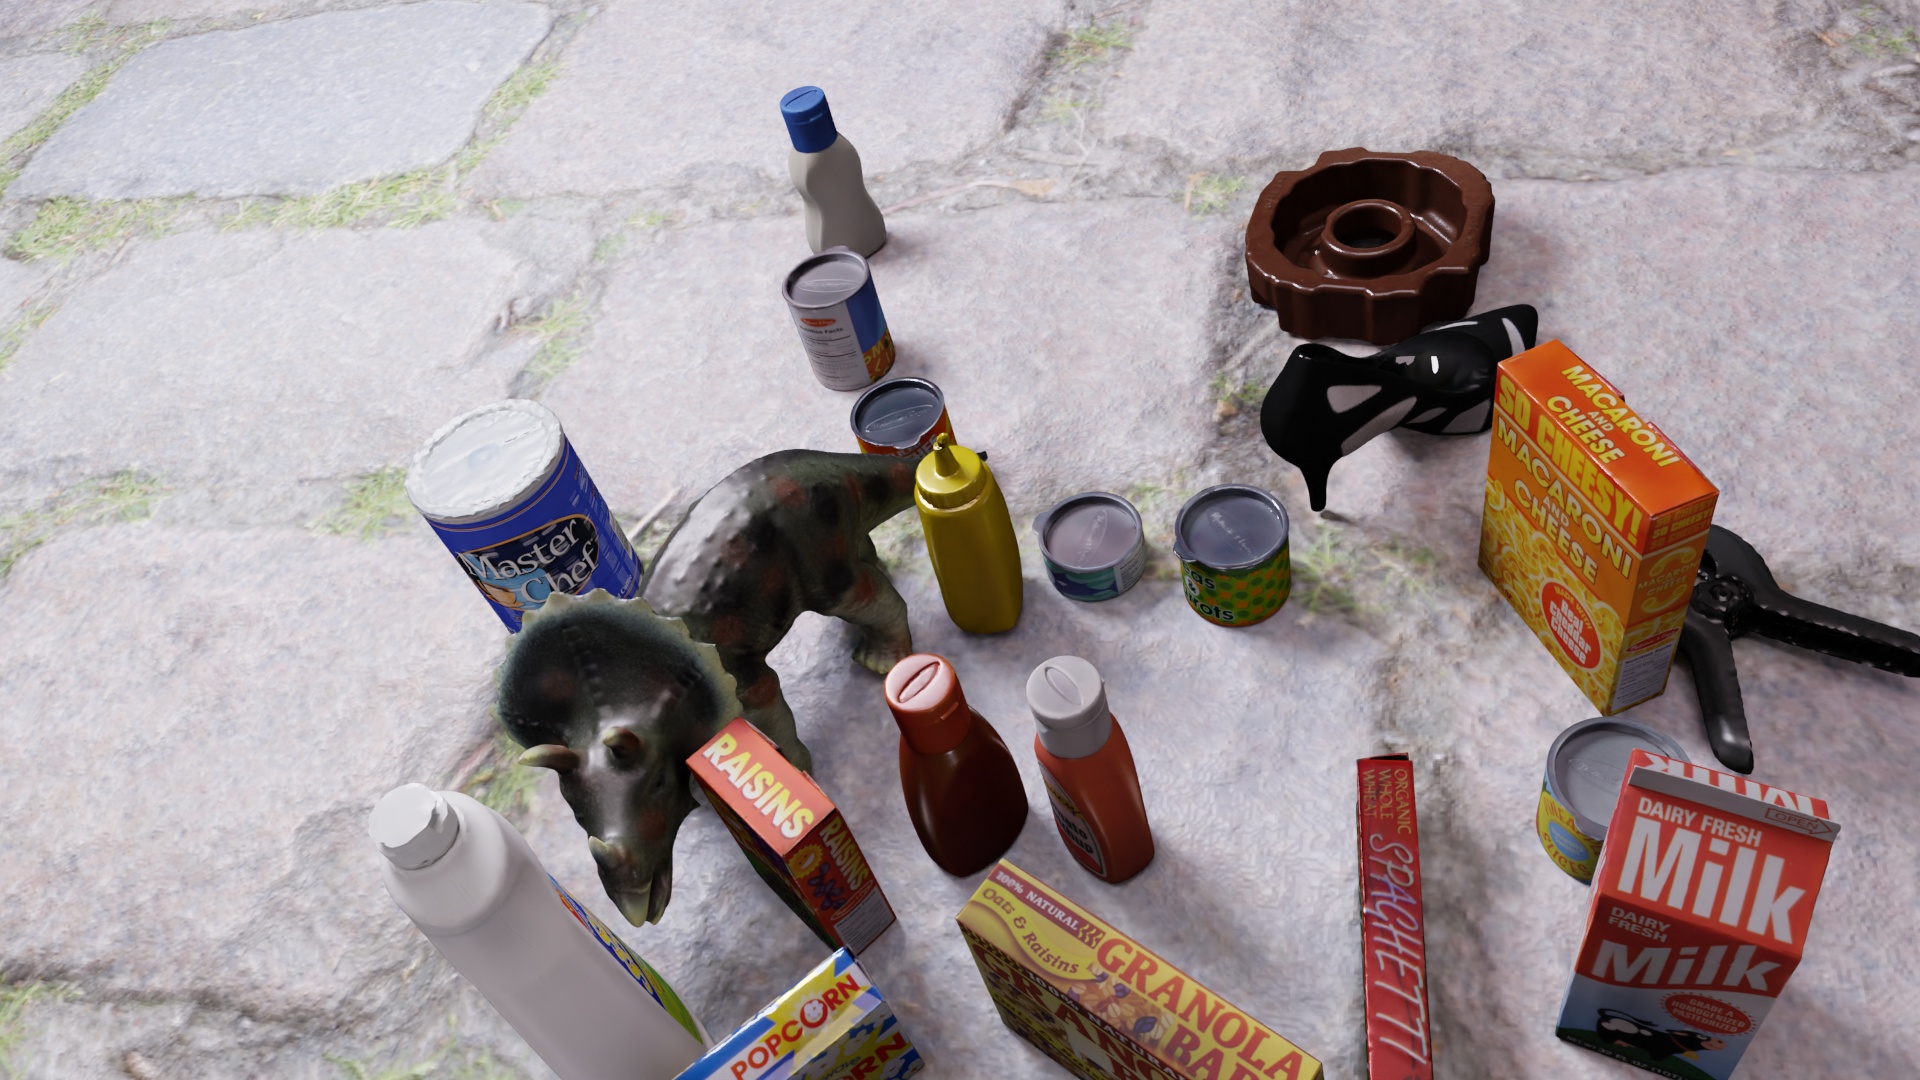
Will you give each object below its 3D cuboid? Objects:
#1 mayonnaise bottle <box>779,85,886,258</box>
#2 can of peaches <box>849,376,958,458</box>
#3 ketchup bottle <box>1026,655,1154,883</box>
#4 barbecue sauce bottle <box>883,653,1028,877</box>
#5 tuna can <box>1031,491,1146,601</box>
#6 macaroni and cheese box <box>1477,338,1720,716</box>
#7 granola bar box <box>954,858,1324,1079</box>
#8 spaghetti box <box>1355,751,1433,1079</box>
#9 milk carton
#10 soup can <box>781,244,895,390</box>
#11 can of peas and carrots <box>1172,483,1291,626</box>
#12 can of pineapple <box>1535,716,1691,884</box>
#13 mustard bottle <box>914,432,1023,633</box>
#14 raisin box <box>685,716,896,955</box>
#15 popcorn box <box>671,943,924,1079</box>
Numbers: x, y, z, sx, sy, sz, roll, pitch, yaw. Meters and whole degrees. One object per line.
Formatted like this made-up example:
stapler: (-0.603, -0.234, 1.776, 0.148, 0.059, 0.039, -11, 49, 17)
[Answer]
mayonnaise bottle: (-0.105, -0.289, 1.108, 0.065, 0.147, 0.041, -33, 49, -13)
can of peaches: (-0.037, -0.068, 0.956, 0.071, 0.057, 0.071, -8, 48, 9)
ketchup bottle: (0.064, 0.115, 0.707, 0.043, 0.148, 0.065, -32, 49, -13)
barbecue sauce bottle: (-0.004, 0.116, 0.725, 0.044, 0.147, 0.065, 32, 64, 35)
tuna can: (0.081, 0.004, 0.878, 0.071, 0.032, 0.071, -8, 48, 9)
macaroni and cheese box: (0.327, -0.005, 0.728, 0.040, 0.165, 0.124, -22, 48, -4)
granola bar box: (0.083, 0.224, 0.622, 0.166, 0.123, 0.039, 26, 61, 32)
spaghetti box: (0.202, 0.218, 0.645, 0.029, 0.050, 0.251, -1, 49, 14)
milk carton: (0.303, 0.153, 0.580, 0.072, 0.189, 0.074, 14, 55, 26)
soup can: (-0.089, -0.166, 1.039, 0.071, 0.083, 0.072, -8, 48, 9)
can of peas and carrots: (0.162, 0.011, 0.832, 0.071, 0.058, 0.071, -8, 48, 9)
can of pineapple: (0.320, 0.131, 0.684, 0.071, 0.057, 0.071, -8, 48, 9)
mustard bottle: (0.003, -0.010, 0.825, 0.049, 0.159, 0.065, -5, 49, 12)
raisin box: (-0.086, 0.158, 0.727, 0.040, 0.122, 0.086, -40, 51, -19)
popcorn box: (-0.085, 0.261, 0.662, 0.127, 0.084, 0.038, -35, 50, -16)
